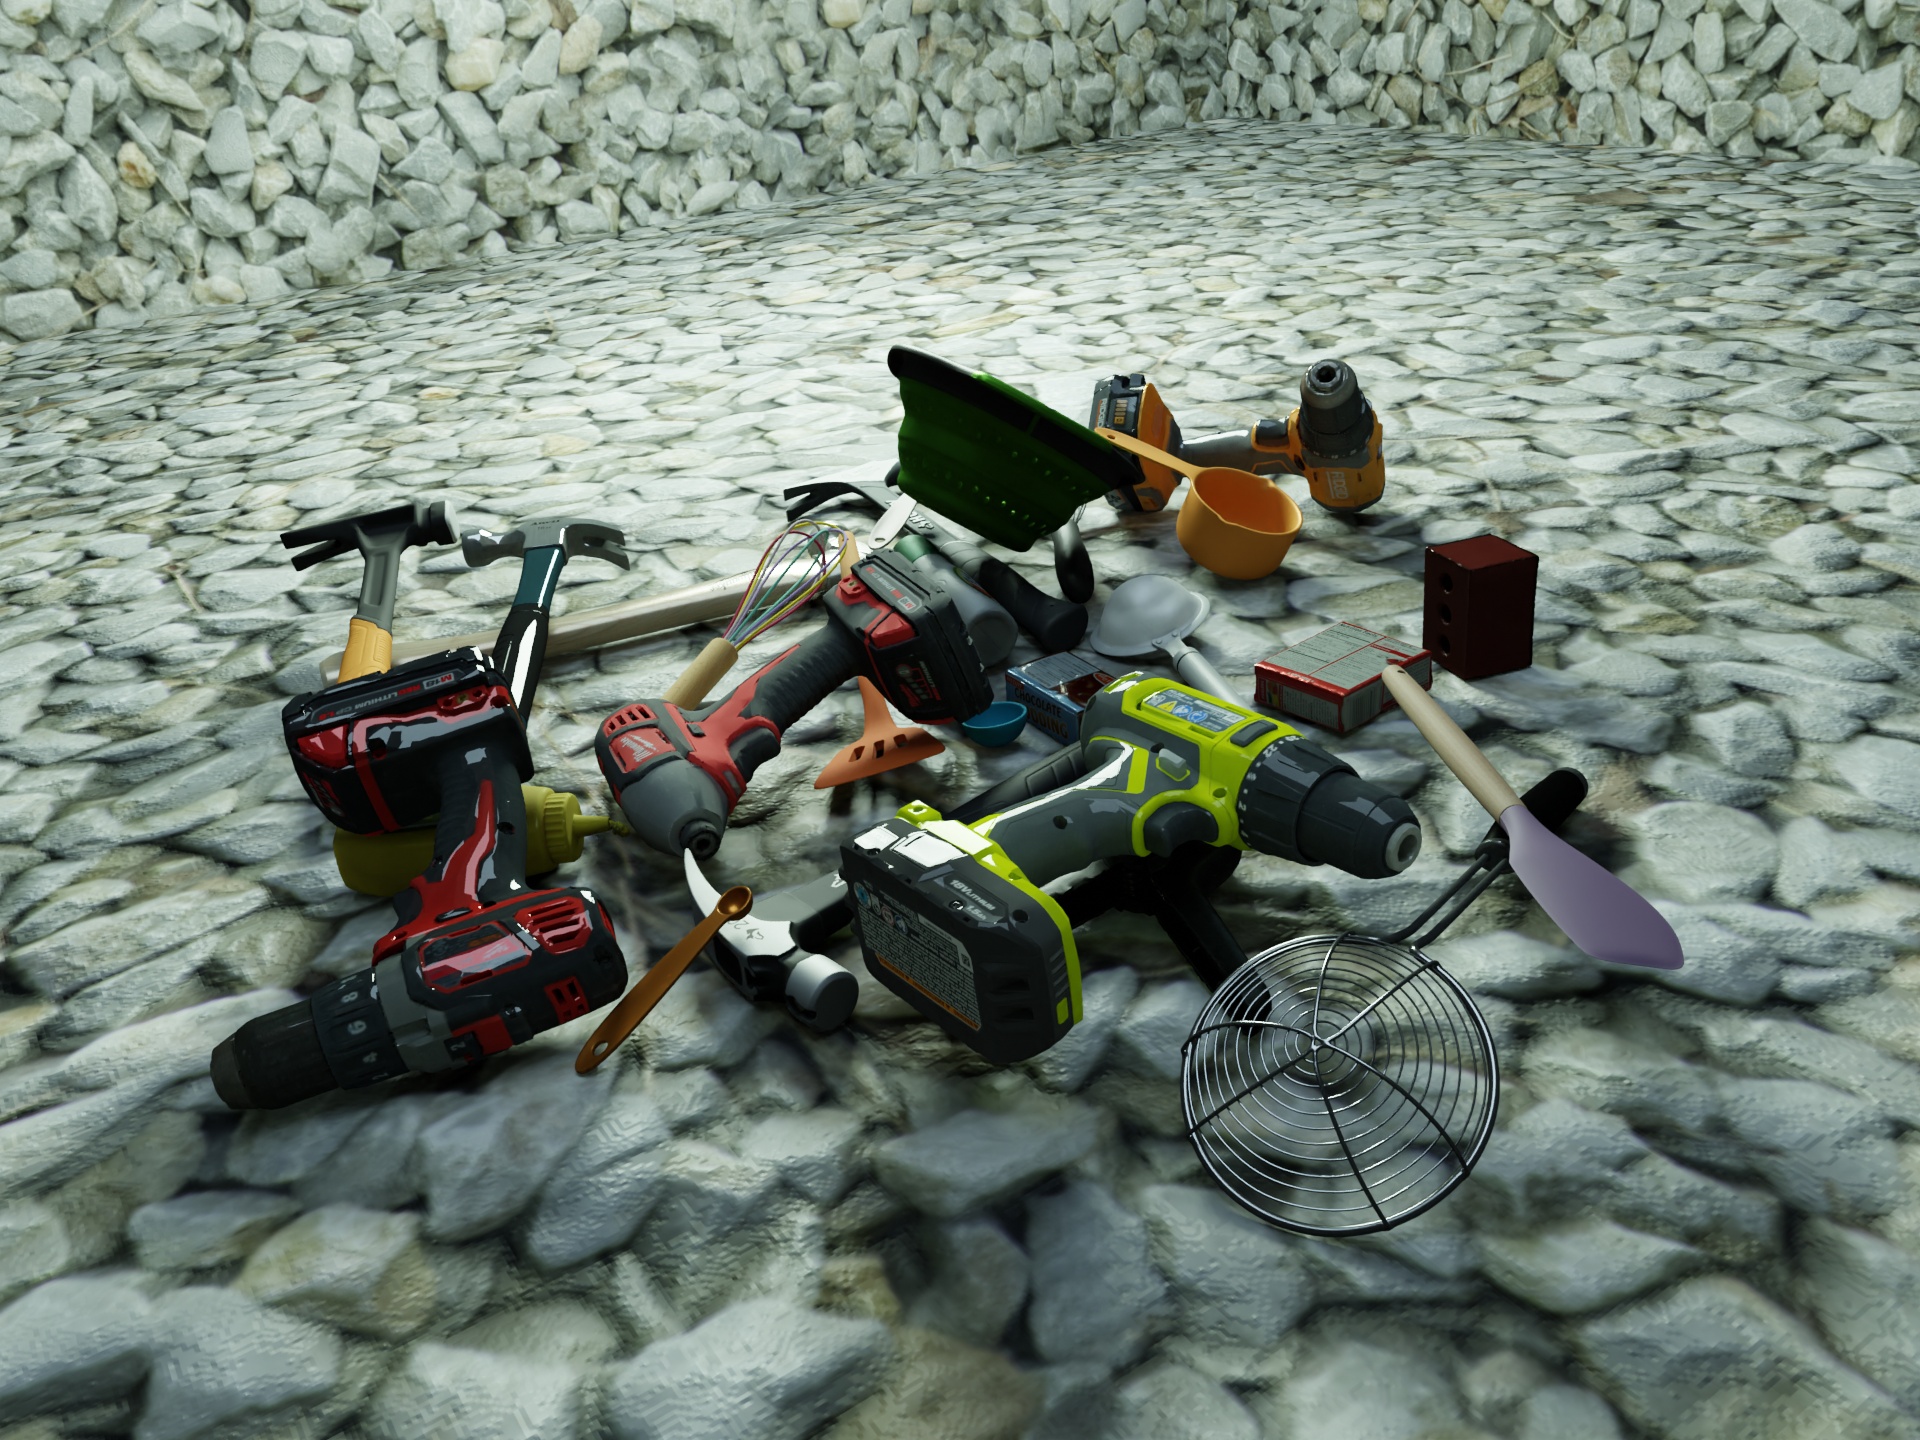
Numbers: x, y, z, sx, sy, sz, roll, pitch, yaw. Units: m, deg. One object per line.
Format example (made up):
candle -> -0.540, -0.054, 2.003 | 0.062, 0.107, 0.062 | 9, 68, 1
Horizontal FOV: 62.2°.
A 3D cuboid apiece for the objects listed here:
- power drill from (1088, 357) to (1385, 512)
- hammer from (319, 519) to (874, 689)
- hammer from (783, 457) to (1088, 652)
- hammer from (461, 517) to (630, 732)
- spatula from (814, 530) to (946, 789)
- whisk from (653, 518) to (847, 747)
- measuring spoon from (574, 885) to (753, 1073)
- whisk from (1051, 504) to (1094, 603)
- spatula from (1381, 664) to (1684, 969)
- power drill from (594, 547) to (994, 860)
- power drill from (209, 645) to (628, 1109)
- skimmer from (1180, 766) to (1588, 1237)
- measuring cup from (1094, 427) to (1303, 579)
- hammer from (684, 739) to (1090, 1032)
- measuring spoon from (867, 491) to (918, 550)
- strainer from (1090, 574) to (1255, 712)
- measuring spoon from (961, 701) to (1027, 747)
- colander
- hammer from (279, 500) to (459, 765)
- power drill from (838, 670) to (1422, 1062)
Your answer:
power drill -> 0.216, -0.226, 1.251 | 0.226, 0.084, 0.185 | 4, -16, 20
hammer -> -0.253, -0.069, 1.167 | 0.410, 0.038, 0.146 | -15, 30, -17
hammer -> -0.015, -0.139, 1.262 | 0.149, 0.036, 0.409 | -17, 30, -19
hammer -> -0.302, -0.066, 1.103 | 0.128, 0.033, 0.331 | -8, 30, -3
spatula -> -0.065, -0.049, 1.058 | 0.081, 0.041, 0.323 | -17, 37, 2
whisk -> -0.152, -0.062, 1.086 | 0.047, 0.051, 0.245 | 39, 52, -5
measuring spoon -> -0.140, 0.125, 0.760 | 0.021, 0.011, 0.117 | 20, 61, 47
whisk -> 0.083, -0.153, 1.260 | 0.055, 0.055, 0.239 | -5, 31, 0
spatula -> 0.267, 0.037, 0.787 | 0.059, 0.018, 0.316 | 8, 23, -9
power drill -> -0.100, -0.002, 0.925 | 0.219, 0.078, 0.143 | -31, 34, -10
power drill -> -0.282, 0.080, 0.794 | 0.188, 0.080, 0.227 | -19, 50, -13
skimmer -> 0.227, 0.109, 0.745 | 0.127, 0.090, 0.363 | 17, 24, 32
measuring cup -> 0.171, -0.165, 1.204 | 0.174, 0.052, 0.095 | 29, 38, 15
hammer -> 0.003, 0.056, 0.880 | 0.335, 0.035, 0.146 | -26, 35, -35
measuring spoon -> -0.047, -0.161, 1.263 | 0.034, 0.018, 0.124 | 10, 38, 16
strainer -> 0.147, -0.044, 1.046 | 0.087, 0.050, 0.259 | -25, 33, -4
measuring spoon -> -0.002, -0.003, 1.023 | 0.042, 0.021, 0.129 | -22, 23, -28
colander -> 0.009, -0.199, 1.242 | 0.204, 0.094, 0.397 | 27, 5, -12
hammer -> -0.413, -0.047, 1.087 | 0.127, 0.034, 0.337 | -13, 39, -6
power drill -> 0.078, 0.061, 0.739 | 0.228, 0.080, 0.191 | -27, 33, -29
